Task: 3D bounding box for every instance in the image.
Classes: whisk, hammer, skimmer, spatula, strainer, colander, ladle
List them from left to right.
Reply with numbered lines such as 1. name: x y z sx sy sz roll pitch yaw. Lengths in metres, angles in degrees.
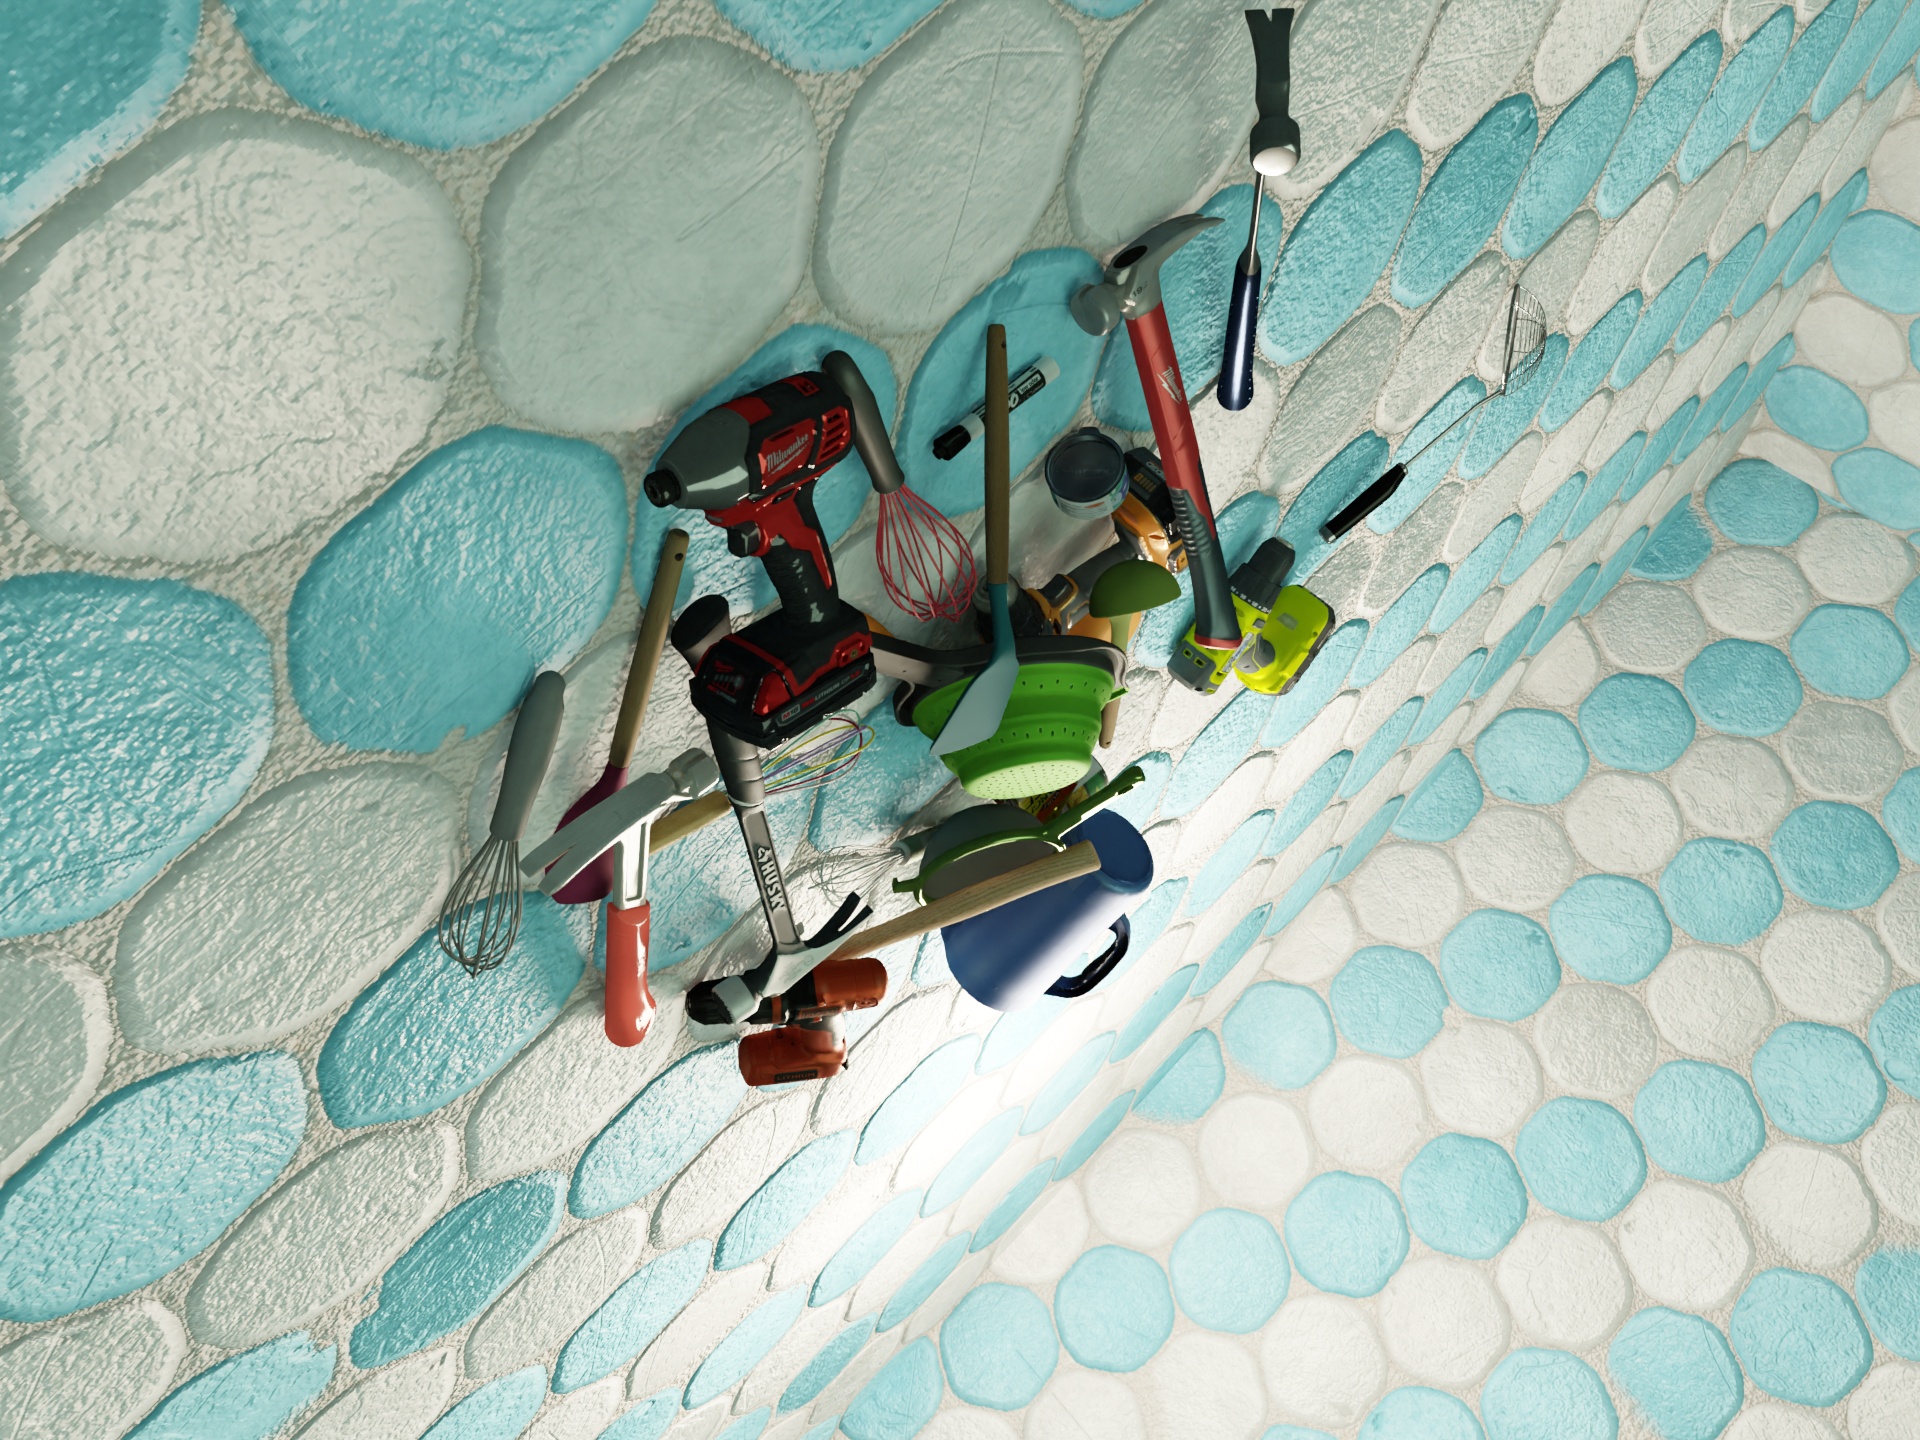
1. whisk: -0.295 0.070 1.041 0.055 0.055 0.239 -12 132 -53
2. hammer: -0.255 0.161 1.187 0.149 0.037 0.358 -37 160 -32
3. whisk: -0.165 0.053 1.236 0.245 0.047 0.051 -29 149 -32
4. hammer: -0.153 0.069 1.203 0.149 0.036 0.408 -31 140 -23
5. whisk: -0.061 0.128 1.512 0.059 0.058 0.246 -24 176 33
6. whisk: -0.045 -0.157 1.123 0.073 0.073 0.295 -44 149 -12
7. hammer: -0.028 0.183 1.487 0.331 0.031 0.130 -22 152 5
8. colander: -0.002 -0.004 1.284 0.204 0.095 0.396 -23 158 34
9. spatula: 0.017 -0.128 1.168 0.082 0.044 0.317 -17 112 -48
10. strainer: 0.059 0.092 1.488 0.256 0.069 0.151 -35 148 24
11. ladle: 0.145 -0.044 1.431 0.078 0.062 0.320 -16 152 -8
12. hammer: 0.193 -0.217 1.307 0.143 0.038 0.385 -41 134 -21
13. hammer: 0.229 -0.373 1.250 0.405 0.035 0.144 75 17 -69
14. skimmer: 0.546 -0.355 1.866 0.363 0.090 0.127 -42 159 6

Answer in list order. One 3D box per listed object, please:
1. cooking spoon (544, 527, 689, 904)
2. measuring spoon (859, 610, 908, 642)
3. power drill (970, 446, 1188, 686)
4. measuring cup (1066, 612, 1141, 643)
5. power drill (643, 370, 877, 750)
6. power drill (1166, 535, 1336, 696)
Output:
1. cooking spoon: -0.228 0.008 1.085 0.068 0.017 0.318 -3 129 -35
2. measuring spoon: -0.065 -0.066 1.268 0.021 0.011 0.116 -52 155 4
3. power drill: 0.105 -0.133 1.387 0.226 0.084 0.185 -44 154 -3
4. measuring cup: 0.162 -0.120 1.523 0.173 0.052 0.095 -41 154 -15
5. power drill: -0.126 -0.099 1.009 0.143 0.079 0.219 -33 135 -35
6. power drill: 0.344 -0.112 1.816 0.190 0.080 0.228 -57 152 15
